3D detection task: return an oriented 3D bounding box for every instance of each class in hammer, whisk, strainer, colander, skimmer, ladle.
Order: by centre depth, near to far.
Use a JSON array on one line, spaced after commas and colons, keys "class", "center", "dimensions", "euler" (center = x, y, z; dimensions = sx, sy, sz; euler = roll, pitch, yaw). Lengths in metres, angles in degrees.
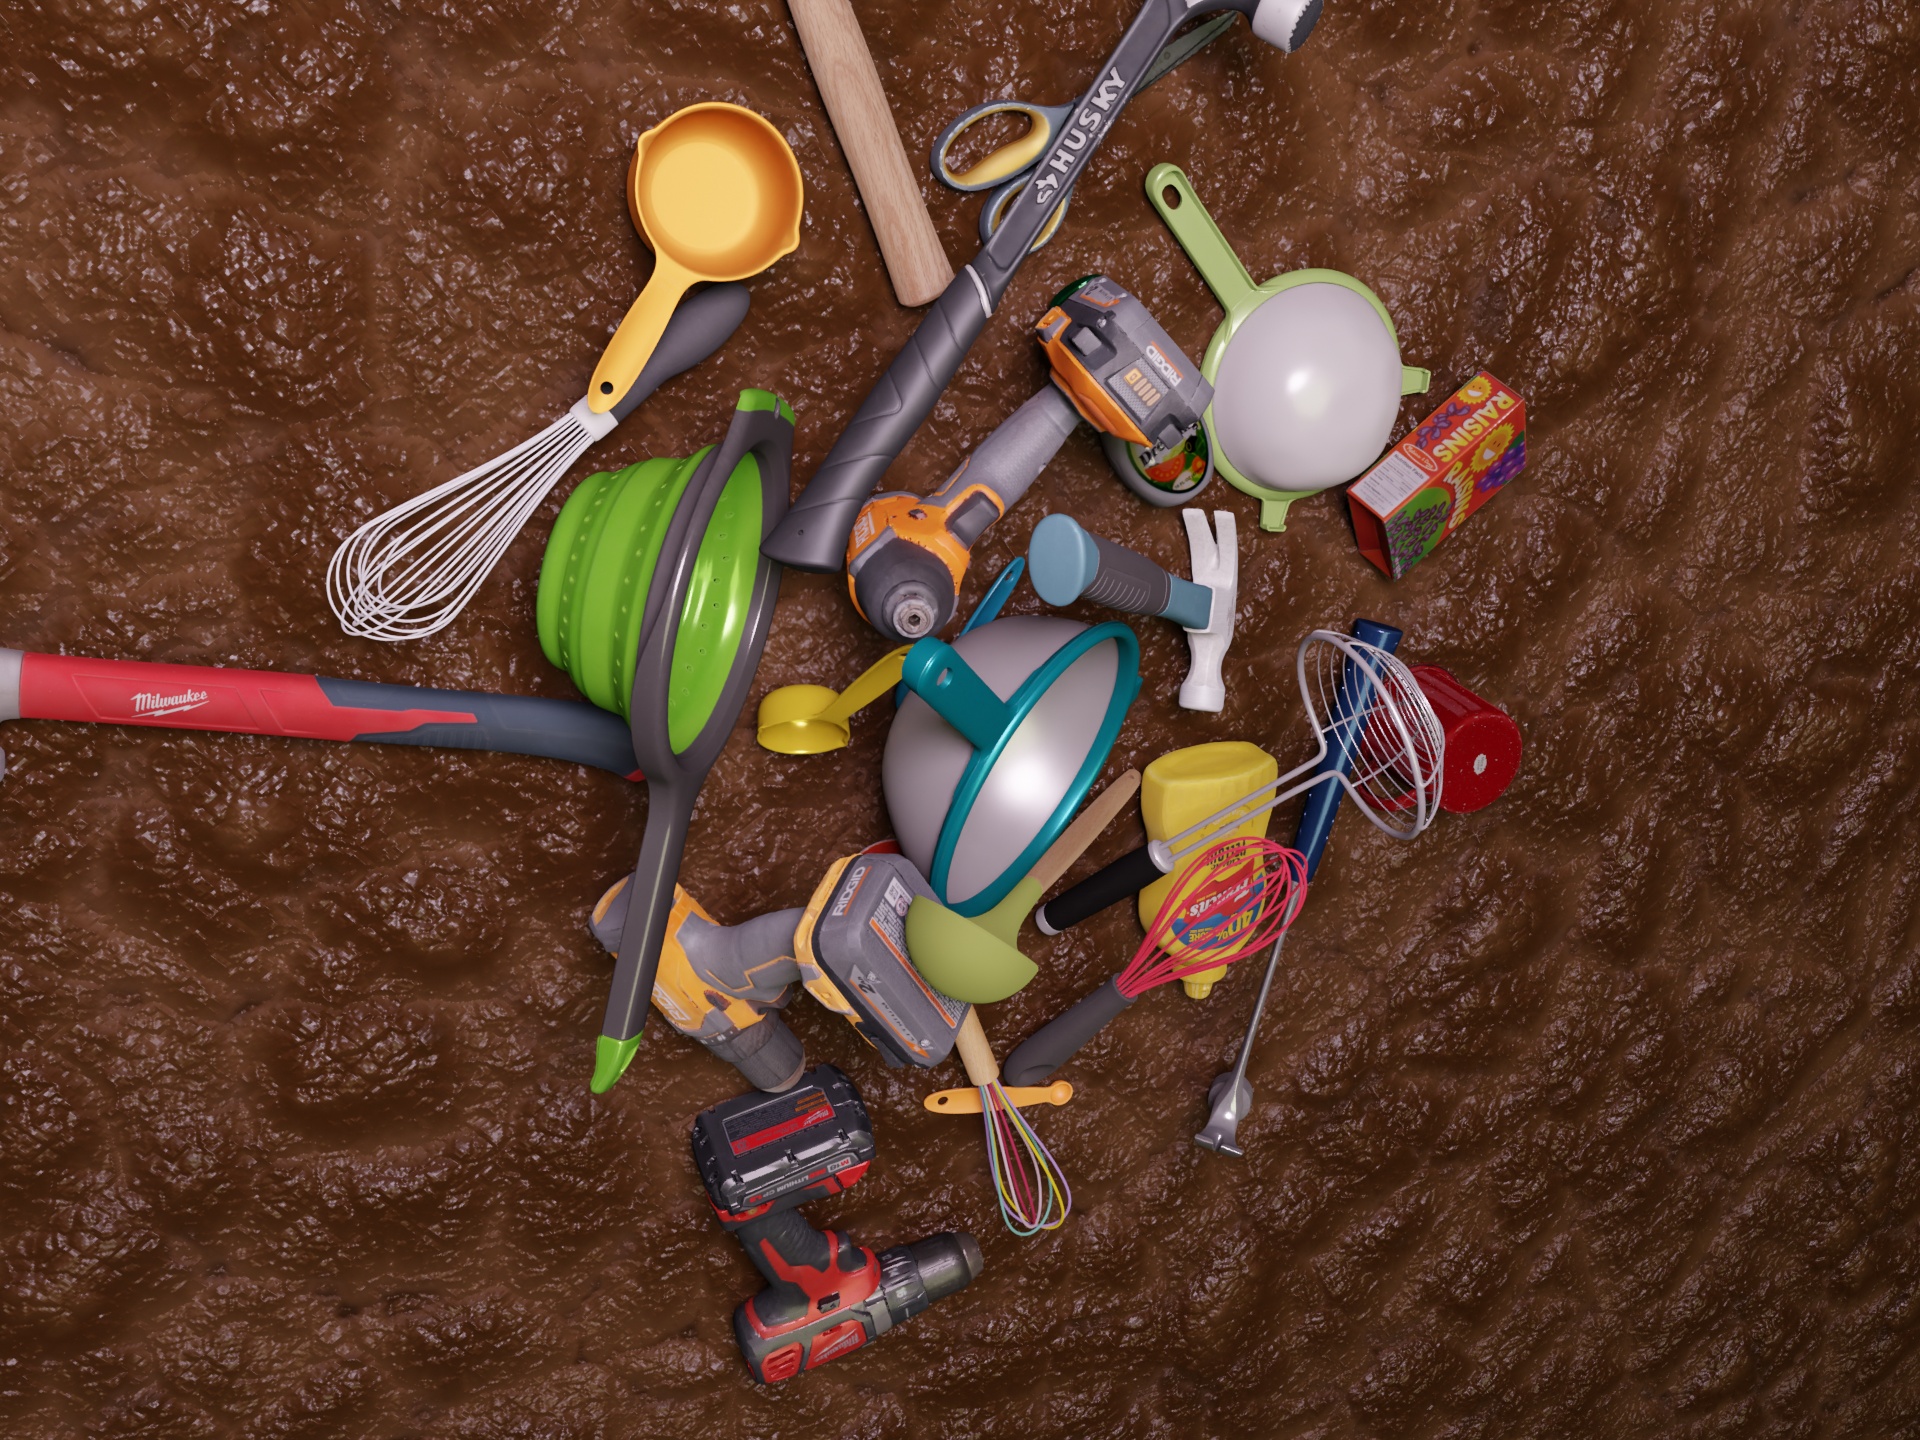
[{"class": "hammer", "center": [-0.072, -0.376, 0.831], "dimensions": [0.130, 0.031, 0.331], "euler": [-28, 121, -8]}, {"class": "hammer", "center": [0.017, -0.252, 0.858], "dimensions": [0.149, 0.036, 0.409], "euler": [36, 94, 14]}, {"class": "whisk", "center": [-0.223, -0.143, 0.859], "dimensions": [0.284, 0.070, 0.070], "euler": [-42, 121, -6]}, {"class": "hammer", "center": [-0.343, -0.021, 0.874], "dimensions": [0.386, 0.038, 0.143], "euler": [5, 109, -24]}, {"class": "colander", "center": [-0.186, 0.007, 0.875], "dimensions": [0.094, 0.204, 0.397], "euler": [14, 97, 6]}, {"class": "hammer", "center": [0.109, -0.075, 0.922], "dimensions": [0.331, 0.033, 0.128], "euler": [4, 93, -67]}, {"class": "strainer", "center": [-0.001, -0.003, 0.923], "dimensions": [0.211, 0.095, 0.340], "euler": [-57, 159, -4]}, {"class": "ladle", "center": [0.057, 0.081, 0.967], "dimensions": [0.078, 0.320, 0.062], "euler": [28, 119, 14]}, {"class": "strainer", "center": [0.199, -0.237, 0.982], "dimensions": [0.151, 0.069, 0.256], "euler": [-44, 123, 1]}, {"class": "skimmer", "center": [0.149, 0.066, 0.983], "dimensions": [0.090, 0.127, 0.363], "euler": [-14, 163, -46]}, {"class": "whisk", "center": [0.126, 0.174, 1.098], "dimensions": [0.073, 0.073, 0.295], "euler": [26, 125, -29]}, {"class": "whisk", "center": [0.021, 0.275, 1.147], "dimensions": [0.051, 0.047, 0.244], "euler": [-28, 112, -20]}, {"class": "hammer", "center": [0.242, 0.126, 1.148], "dimensions": [0.035, 0.144, 0.405], "euler": [17, 102, 12]}]

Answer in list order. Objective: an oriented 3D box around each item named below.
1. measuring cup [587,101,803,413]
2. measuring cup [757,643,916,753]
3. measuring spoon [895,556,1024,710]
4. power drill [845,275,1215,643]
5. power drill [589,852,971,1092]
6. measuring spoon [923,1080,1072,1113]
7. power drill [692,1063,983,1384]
[{"class": "measuring cup", "center": [-0.153, -0.241, 0.839], "dimensions": [0.095, 0.052, 0.173], "euler": [29, 96, -26]}, {"class": "measuring cup", "center": [-0.068, -0.021, 0.940], "dimensions": [0.062, 0.029, 0.156], "euler": [12, 150, -34]}, {"class": "measuring spoon", "center": [-0.003, -0.055, 1.013], "dimensions": [0.128, 0.021, 0.042], "euler": [-55, 151, -3]}, {"class": "power drill", "center": [0.027, -0.135, 0.882], "dimensions": [0.226, 0.164, 0.084], "euler": [-42, 111, 11]}, {"class": "power drill", "center": [-0.097, 0.164, 0.971], "dimensions": [0.185, 0.226, 0.084], "euler": [56, 43, -30]}, {"class": "measuring spoon", "center": [0.028, 0.277, 1.178], "dimensions": [0.117, 0.011, 0.021], "euler": [0, 110, -19]}, {"class": "power drill", "center": [-0.084, 0.357, 1.129], "dimensions": [0.188, 0.080, 0.226], "euler": [-18, 121, -14]}]
